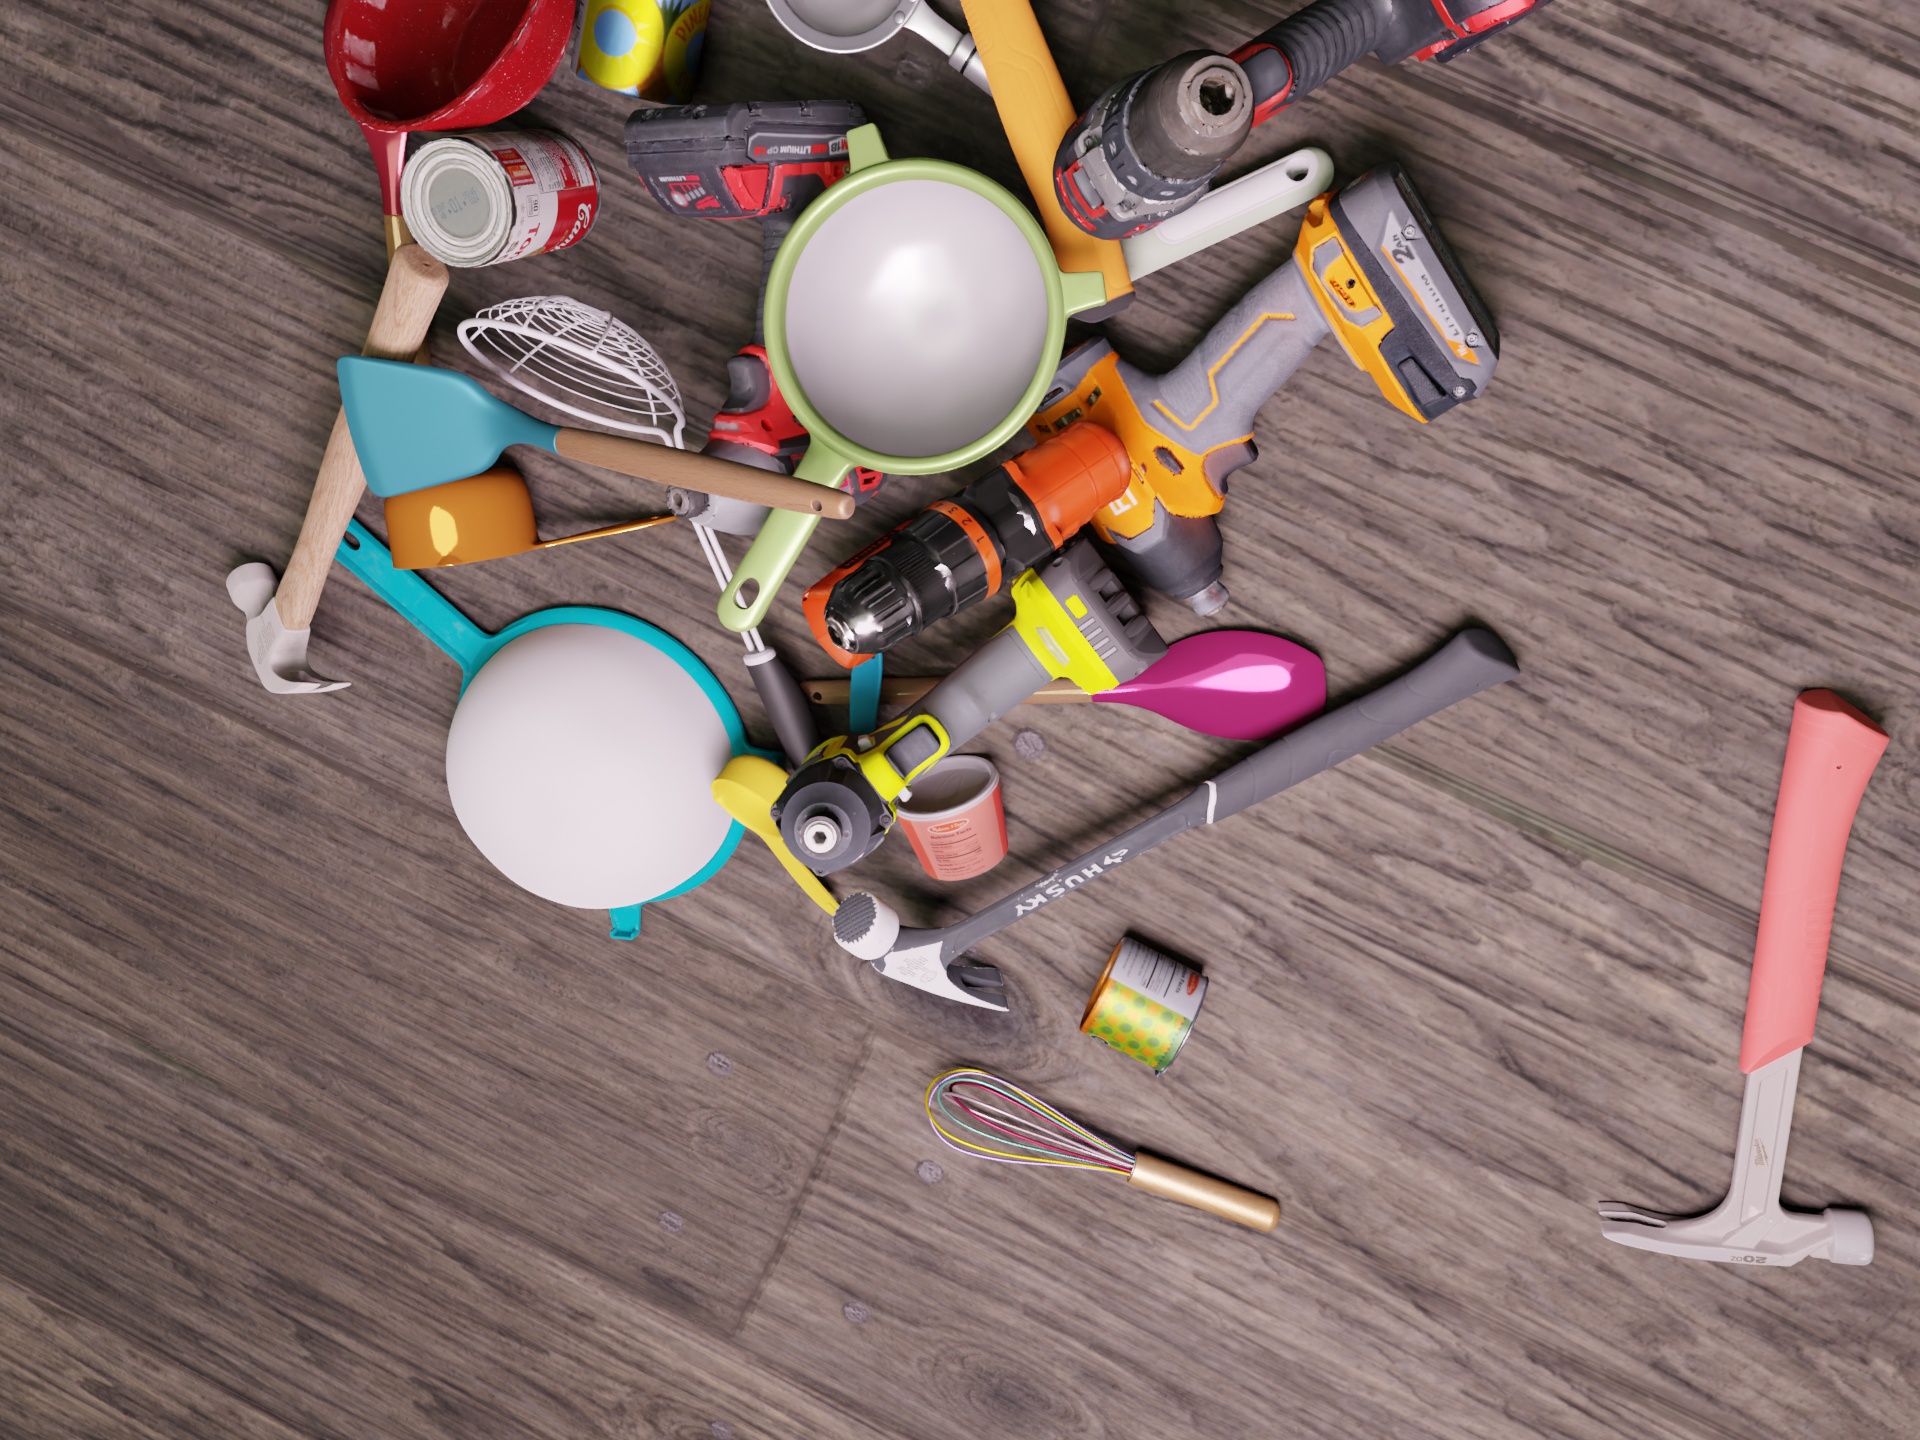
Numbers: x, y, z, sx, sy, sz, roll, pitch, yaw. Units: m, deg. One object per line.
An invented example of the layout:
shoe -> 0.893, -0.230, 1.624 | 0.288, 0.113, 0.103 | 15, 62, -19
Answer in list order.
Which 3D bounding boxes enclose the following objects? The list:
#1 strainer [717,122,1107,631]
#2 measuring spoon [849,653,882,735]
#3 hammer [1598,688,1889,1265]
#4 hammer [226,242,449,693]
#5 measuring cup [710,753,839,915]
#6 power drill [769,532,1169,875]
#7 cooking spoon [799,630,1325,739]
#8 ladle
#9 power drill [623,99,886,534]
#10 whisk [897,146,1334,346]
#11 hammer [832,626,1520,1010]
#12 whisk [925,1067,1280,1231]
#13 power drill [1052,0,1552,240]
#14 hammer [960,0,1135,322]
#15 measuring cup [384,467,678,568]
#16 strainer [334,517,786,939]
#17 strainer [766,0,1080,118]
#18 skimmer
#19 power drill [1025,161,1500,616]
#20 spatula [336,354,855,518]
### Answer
strainer -> -0.046, -0.156, 0.811 | 0.151, 0.069, 0.256 | 34, 104, 6
measuring spoon -> -0.054, -0.004, 0.967 | 0.042, 0.021, 0.128 | 27, 131, 24
hammer -> 0.454, 0.155, 0.897 | 0.149, 0.037, 0.358 | 2, 113, 15
hammer -> -0.366, -0.137, 0.938 | 0.331, 0.031, 0.130 | -51, 59, 37
measuring cup -> -0.103, 0.075, 1.002 | 0.062, 0.029, 0.156 | 13, 149, 35
power drill -> -0.001, -0.003, 0.859 | 0.223, 0.171, 0.080 | -37, 95, 5
cooking spoon -> 0.054, -0.018, 0.944 | 0.319, 0.017, 0.068 | 0, 114, 16
ladle -> -0.331, -0.274, 0.942 | 0.069, 0.031, 0.315 | 7, 115, 13
power drill -> -0.106, -0.209, 0.841 | 0.079, 0.143, 0.219 | 13, 115, 36
whisk -> 0.076, -0.239, 0.834 | 0.246, 0.059, 0.058 | -21, 77, 18
hammer -> 0.130, 0.060, 0.925 | 0.409, 0.036, 0.149 | -30, 139, 17
whisk -> 0.094, 0.283, 1.050 | 0.245, 0.047, 0.051 | 19, 114, 2
power drill -> 0.150, -0.290, 0.683 | 0.226, 0.188, 0.080 | -33, 102, -1
hammer -> 0.021, -0.360, 0.772 | 0.127, 0.034, 0.336 | -20, 100, 9
measuring cup -> -0.261, -0.130, 0.961 | 0.173, 0.095, 0.052 | -10, 103, -1
strainer -> -0.292, -0.002, 1.004 | 0.340, 0.095, 0.211 | 42, 116, -6
strainer -> -0.005, -0.345, 0.814 | 0.258, 0.050, 0.087 | 35, 105, -7
skimmer -> -0.164, -0.077, 0.920 | 0.127, 0.090, 0.363 | 7, 126, 53
power drill -> 0.158, -0.161, 0.825 | 0.226, 0.084, 0.164 | -29, 102, 28
spatula -> -0.191, -0.133, 0.812 | 0.318, 0.044, 0.082 | 16, 126, 29
